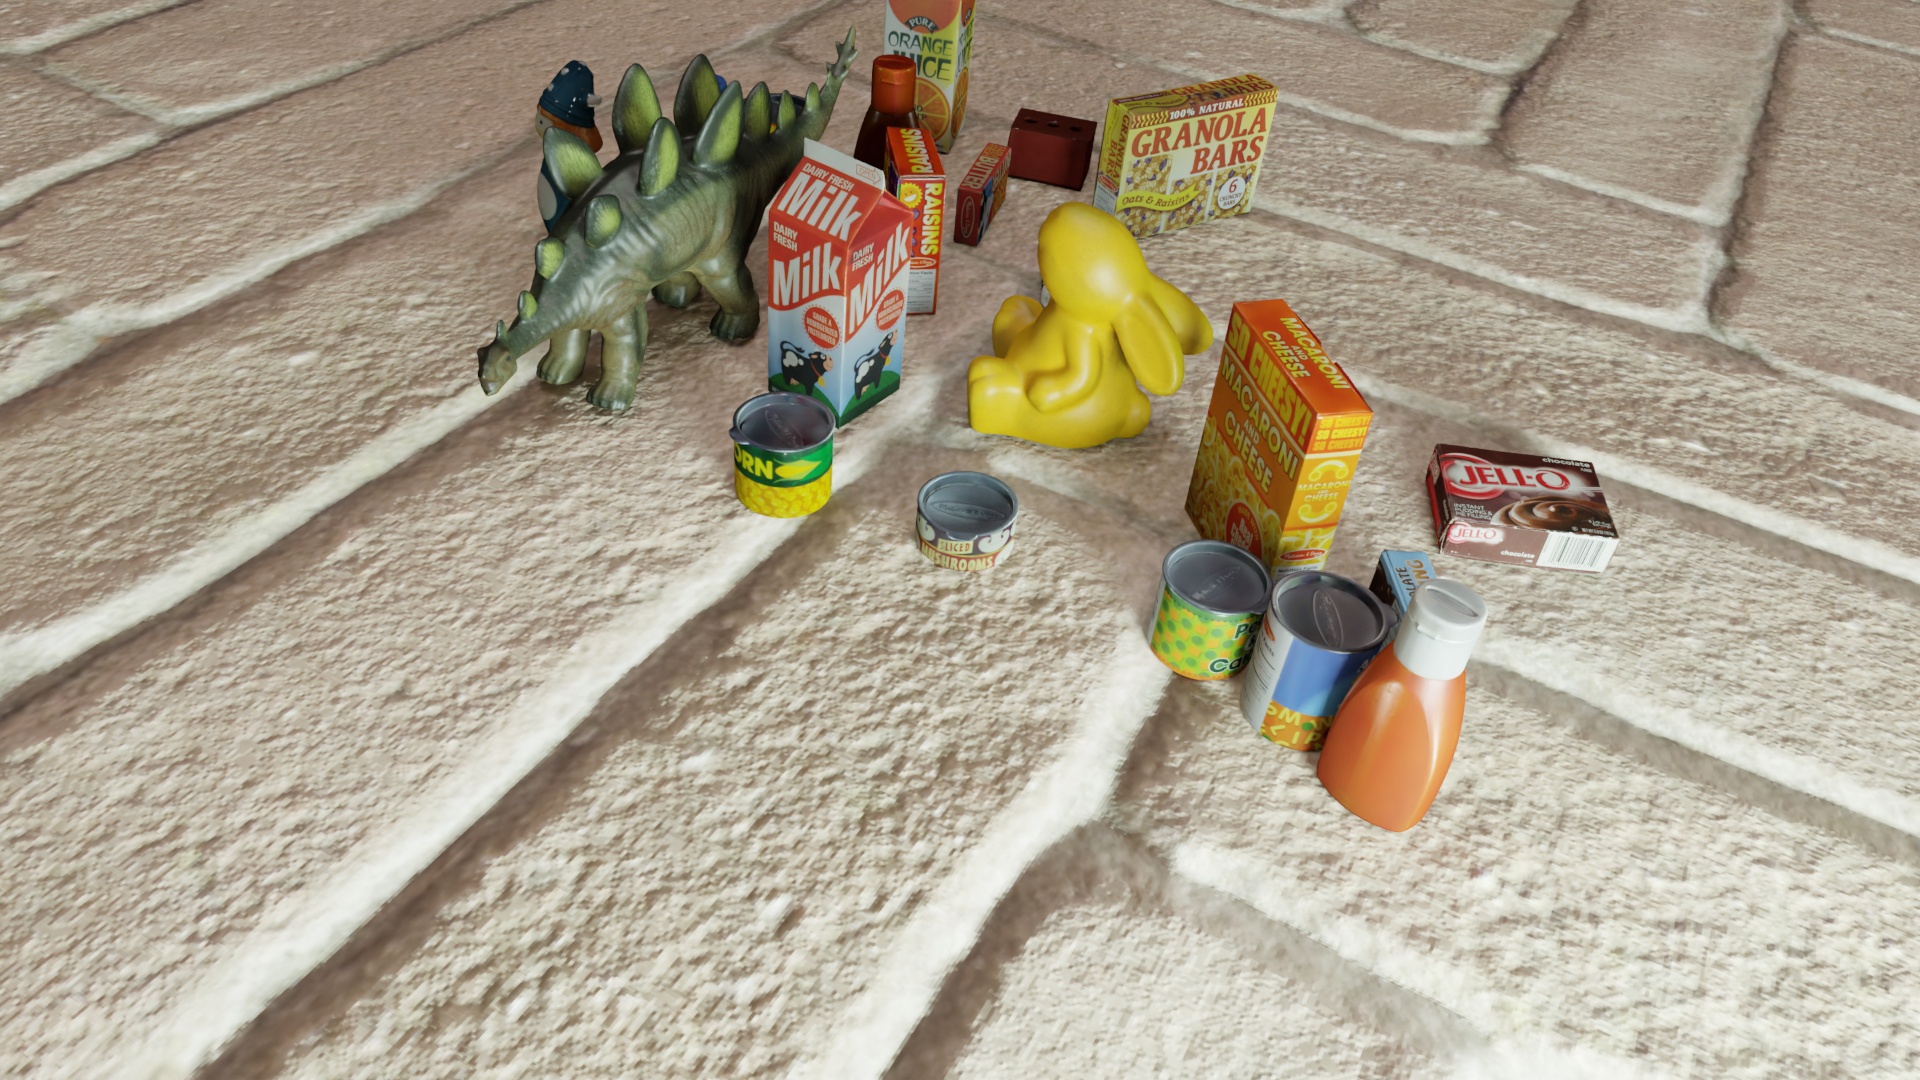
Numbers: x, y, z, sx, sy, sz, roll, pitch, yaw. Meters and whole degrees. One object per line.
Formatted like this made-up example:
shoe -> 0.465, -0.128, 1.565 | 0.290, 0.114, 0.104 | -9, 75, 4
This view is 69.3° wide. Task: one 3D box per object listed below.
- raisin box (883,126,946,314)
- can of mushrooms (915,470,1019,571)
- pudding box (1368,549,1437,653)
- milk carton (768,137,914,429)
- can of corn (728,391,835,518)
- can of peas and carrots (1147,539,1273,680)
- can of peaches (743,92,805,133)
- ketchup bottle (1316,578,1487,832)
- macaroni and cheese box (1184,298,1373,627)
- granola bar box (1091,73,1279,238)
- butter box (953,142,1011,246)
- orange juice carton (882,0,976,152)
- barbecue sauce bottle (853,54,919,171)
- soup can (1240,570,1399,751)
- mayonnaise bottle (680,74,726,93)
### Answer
raisin box -> -0.041, -0.255, 1.112 | 0.040, 0.122, 0.086 | -2, 41, -10
can of mushrooms -> 0.003, -0.011, 0.902 | 0.071, 0.033, 0.071 | 4, 40, -3
pudding box -> 0.277, 0.050, 0.854 | 0.030, 0.049, 0.084 | 3, 40, -4
milk carton -> -0.085, -0.182, 0.969 | 0.072, 0.189, 0.074 | 29, 45, 24
can of corn -> -0.119, -0.055, 0.918 | 0.071, 0.058, 0.071 | 4, 40, -3
can of peas and carrots -> 0.152, 0.043, 0.839 | 0.071, 0.058, 0.071 | 4, 40, -3
can of peaches -> -0.169, -0.373, 1.283 | 0.071, 0.057, 0.071 | 4, 40, -3
ketchup bottle -> 0.235, 0.086, 0.730 | 0.065, 0.148, 0.044 | 35, 48, 29
macaroni and cheese box -> 0.194, -0.048, 0.868 | 0.040, 0.165, 0.124 | -6, 42, -14
granola bar box -> 0.199, -0.344, 1.247 | 0.166, 0.123, 0.039 | -19, 46, -27
butter box -> 0.020, -0.310, 1.238 | 0.024, 0.052, 0.104 | 14, 41, 9
orange juice carton -> -0.030, -0.475, 1.318 | 0.072, 0.191, 0.073 | 13, 41, 7
barbecue sauce bottle -> -0.060, -0.336, 1.185 | 0.065, 0.147, 0.044 | 14, 41, 9
soup can -> 0.204, 0.070, 0.795 | 0.071, 0.083, 0.072 | 4, 40, -3
mayonnaise bottle -> -0.206, -0.301, 1.125 | 0.065, 0.147, 0.041 | 12, 41, 7
